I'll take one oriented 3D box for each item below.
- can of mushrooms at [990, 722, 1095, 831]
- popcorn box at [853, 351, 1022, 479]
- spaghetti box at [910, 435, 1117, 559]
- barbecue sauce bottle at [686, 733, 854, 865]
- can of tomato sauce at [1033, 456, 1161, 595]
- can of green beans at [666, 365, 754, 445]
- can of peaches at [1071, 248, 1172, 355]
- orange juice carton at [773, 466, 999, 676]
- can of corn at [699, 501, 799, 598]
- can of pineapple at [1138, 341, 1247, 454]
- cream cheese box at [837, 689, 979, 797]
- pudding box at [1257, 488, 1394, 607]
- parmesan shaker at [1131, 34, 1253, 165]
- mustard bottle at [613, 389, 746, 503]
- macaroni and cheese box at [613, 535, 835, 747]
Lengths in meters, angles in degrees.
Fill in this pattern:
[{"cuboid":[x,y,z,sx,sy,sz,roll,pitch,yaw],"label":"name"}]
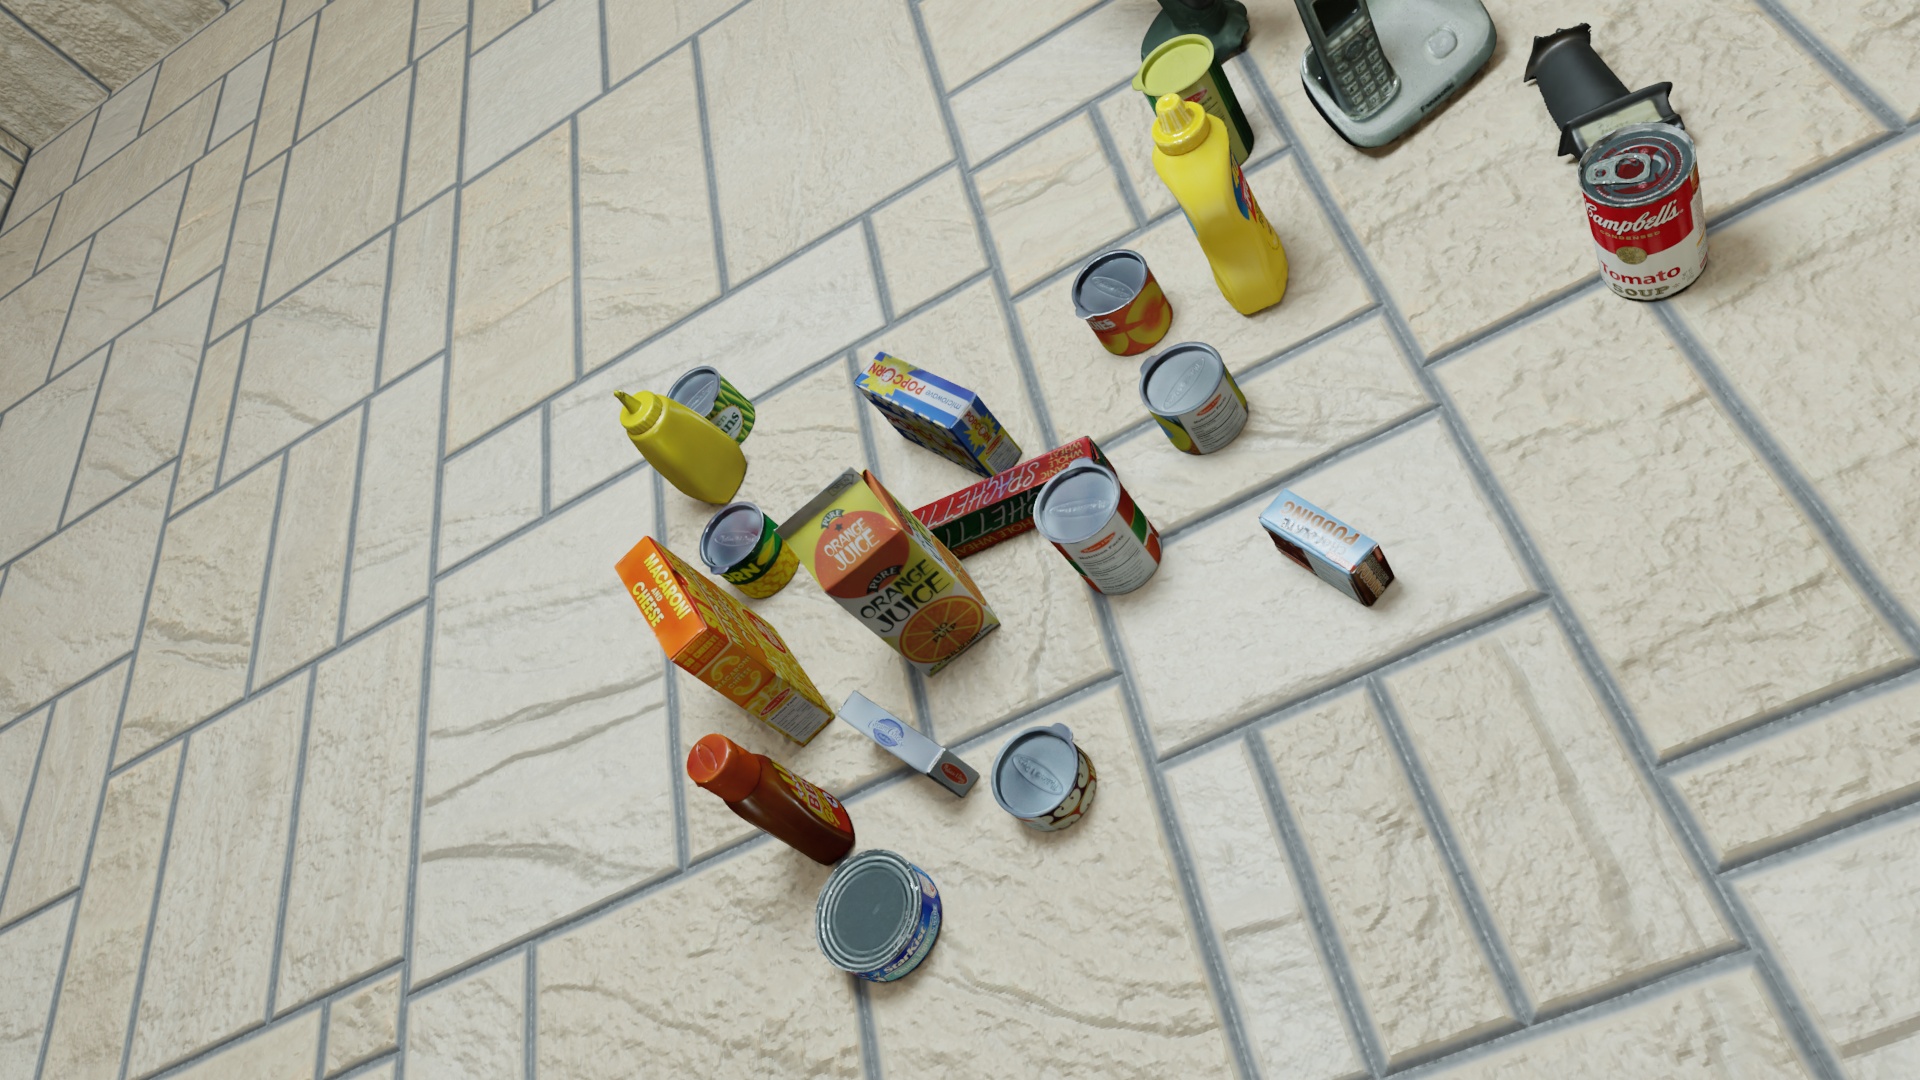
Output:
[{"cuboid":[0.059,0.162,0.955,0.071,0.033,0.071,-16,53,23],"label":"can of mushrooms"},{"cuboid":[-0.019,-0.102,1.144,0.127,0.085,0.038,29,79,41],"label":"popcorn box"},{"cuboid":[0.004,-0.014,1.095,0.249,0.050,0.029,-23,51,18],"label":"spaghetti box"},{"cuboid":[-0.136,0.182,0.988,0.043,0.148,0.065,-44,47,1],"label":"barbecue sauce bottle"},{"cuboid":[0.101,-0.009,1.008,0.071,0.083,0.071,-17,53,23],"label":"can of tomato sauce"},{"cuboid":[-0.238,-0.122,1.317,0.071,0.057,0.071,-16,53,23],"label":"can of green beans"},{"cuboid":[0.130,-0.191,1.126,0.071,0.058,0.071,-16,53,23],"label":"can of peaches"},{"cuboid":[-0.056,0.017,1.016,0.072,0.192,0.073,-38,48,6],"label":"orange juice carton"},{"cuboid":[-0.181,0.011,1.192,0.071,0.058,0.071,-16,53,23],"label":"can of corn"},{"cuboid":[0.174,-0.107,1.043,0.071,0.057,0.071,-16,53,23],"label":"can of pineapple"},{"cuboid":[-0.039,0.148,1.013,0.104,0.053,0.024,26,77,41],"label":"cream cheese box"},{"cuboid":[0.244,0.004,0.929,0.030,0.049,0.084,-49,47,-4],"label":"pudding box"},{"cuboid":[0.196,-0.362,1.167,0.071,0.103,0.071,-17,53,23],"label":"parmesan shaker"},{"cuboid":[-0.257,-0.093,1.241,0.049,0.160,0.065,6,65,36],"label":"mustard bottle"},{"cuboid":[-0.181,0.078,1.074,0.040,0.166,0.124,-44,47,1],"label":"macaroni and cheese box"}]
